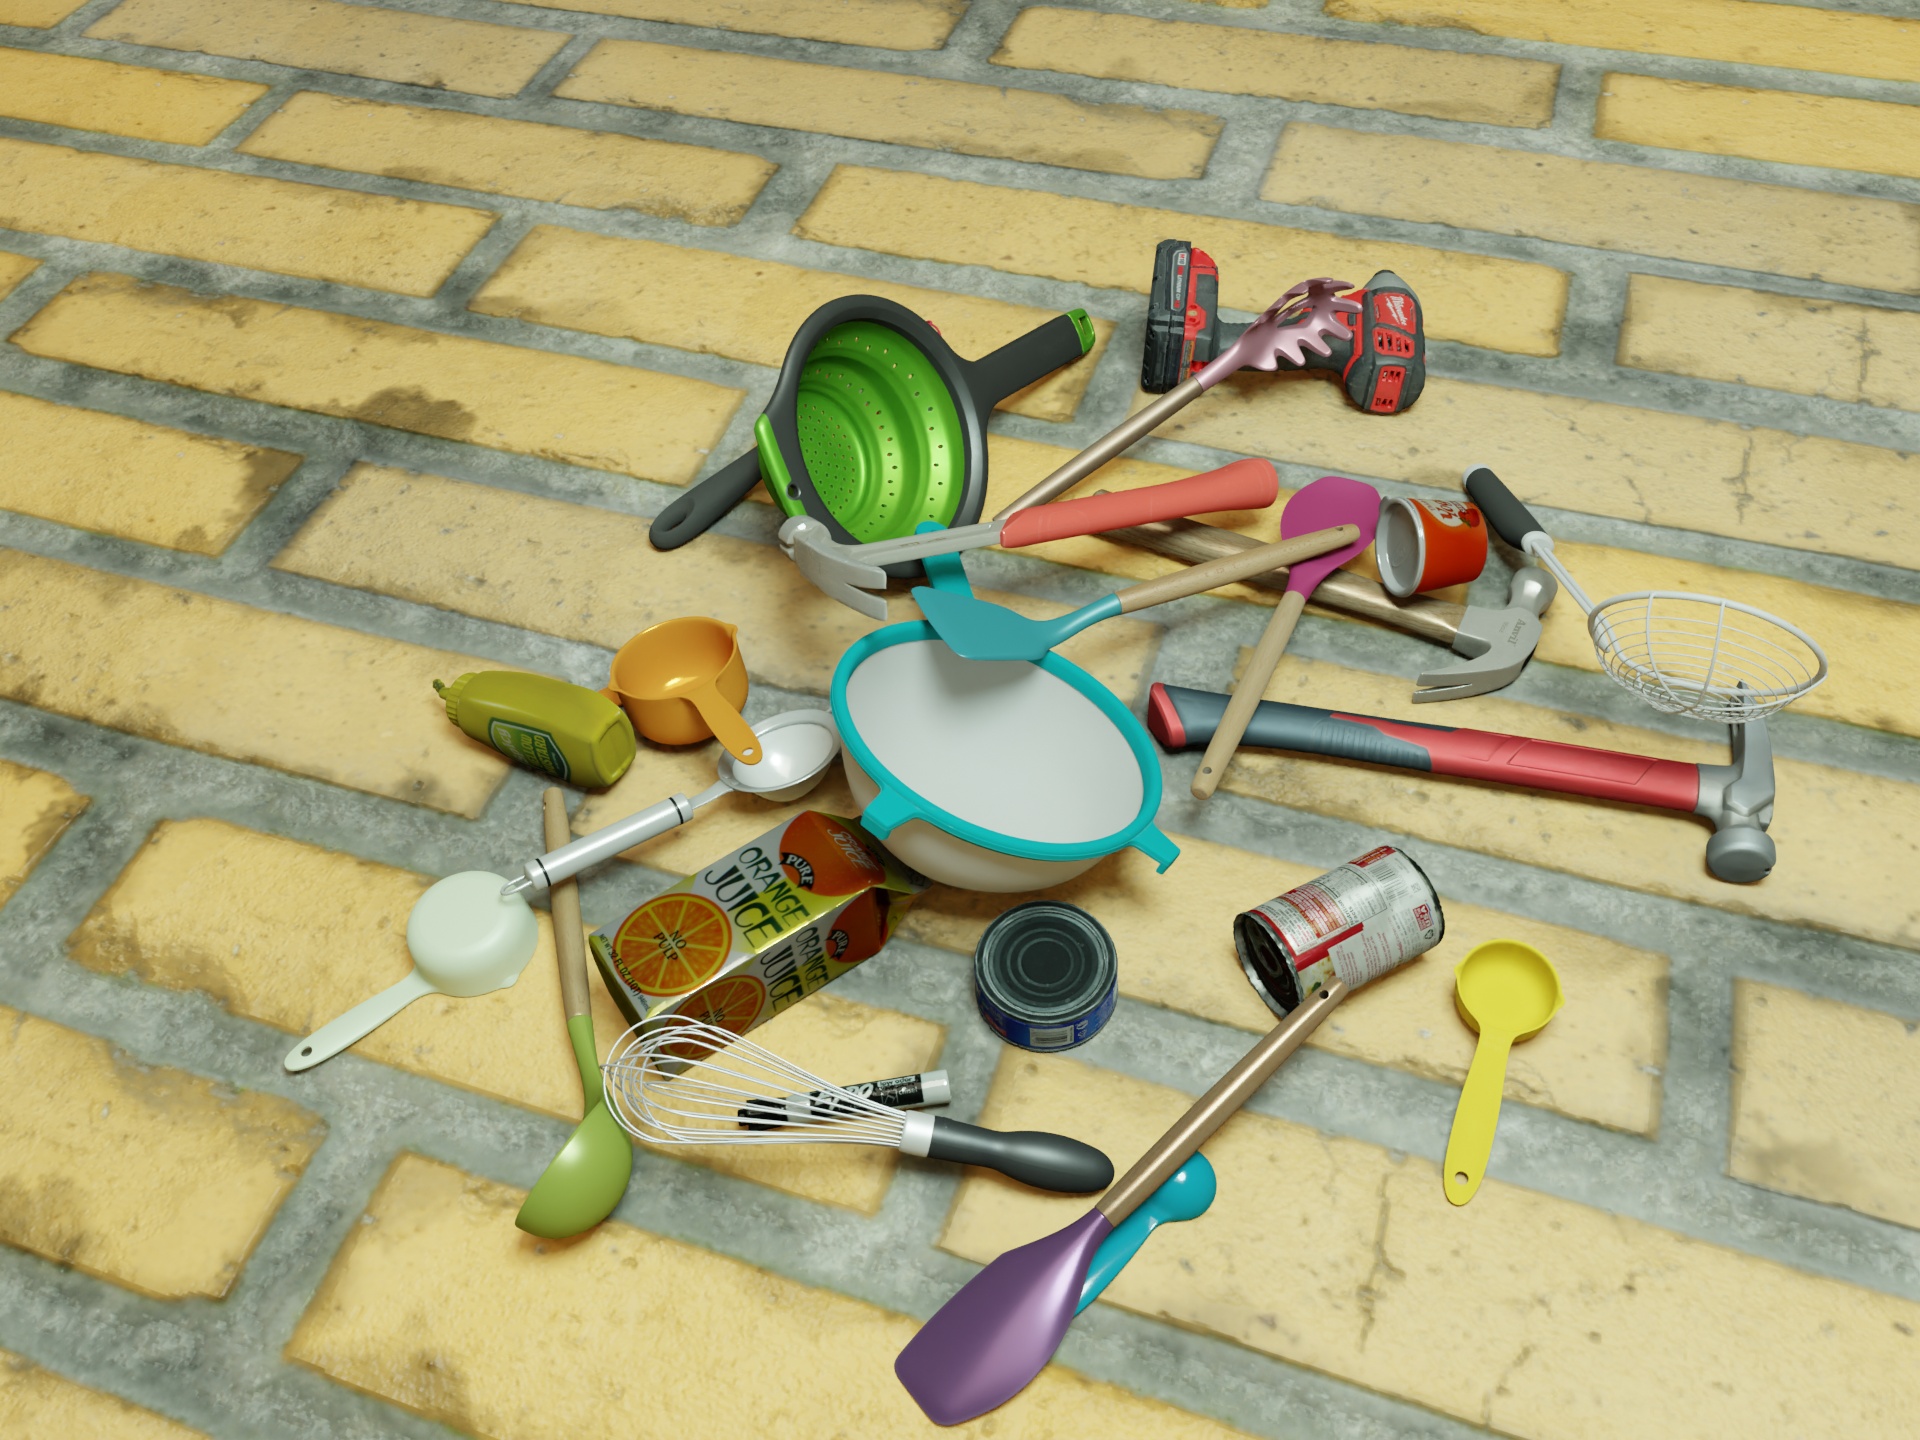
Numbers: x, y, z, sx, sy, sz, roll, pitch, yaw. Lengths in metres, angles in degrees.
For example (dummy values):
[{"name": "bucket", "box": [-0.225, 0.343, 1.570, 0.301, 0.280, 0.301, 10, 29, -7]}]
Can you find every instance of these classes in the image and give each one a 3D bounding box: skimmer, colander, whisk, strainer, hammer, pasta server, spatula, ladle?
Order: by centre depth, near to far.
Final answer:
[{"name": "spatula", "box": [0.096, 0.246, 0.841, 0.316, 0.018, 0.060, -41, 55, -14]}, {"name": "whisk", "box": [-0.055, 0.216, 0.859, 0.284, 0.070, 0.070, 12, 52, -1]}, {"name": "ladle", "box": [-0.240, 0.156, 0.942, 0.062, 0.078, 0.321, 10, 39, -29]}, {"name": "strainer", "box": [-0.171, 0.054, 1.011, 0.258, 0.050, 0.087, -25, 33, -23]}, {"name": "skimmer", "box": [0.415, -0.109, 1.024, 0.127, 0.090, 0.364, 27, 26, -20]}, {"name": "strainer", "box": [-0.002, -0.003, 1.026, 0.211, 0.095, 0.341, 9, 36, -20]}, {"name": "hammer", "box": [0.316, 0.008, 1.030, 0.386, 0.038, 0.143, 9, 51, 12]}, {"name": "spatula", "box": [0.127, -0.092, 1.048, 0.317, 0.044, 0.082, -18, 42, -16]}, {"name": "hammer", "box": [0.068, -0.131, 1.066, 0.359, 0.036, 0.149, -13, 25, -25]}, {"name": "hammer", "box": [0.241, -0.101, 1.127, 0.331, 0.031, 0.130, 21, 55, 20]}, {"name": "pasta server", "box": [0.159, -0.233, 1.189, 0.316, 0.060, 0.040, -35, 39, -1]}, {"name": "colander", "box": [-0.032, -0.236, 1.217, 0.094, 0.204, 0.397, -8, 22, 44]}, {"name": "whisk", "box": [-0.127, -0.226, 1.244, 0.296, 0.073, 0.073, -42, 59, -18]}]

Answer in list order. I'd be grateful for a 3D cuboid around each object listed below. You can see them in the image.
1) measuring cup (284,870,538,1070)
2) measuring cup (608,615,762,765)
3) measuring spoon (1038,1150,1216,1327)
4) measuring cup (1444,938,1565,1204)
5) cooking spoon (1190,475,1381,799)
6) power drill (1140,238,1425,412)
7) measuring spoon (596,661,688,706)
[{"name": "measuring cup", "box": [-0.336, 0.152, 0.961, 0.167, 0.038, 0.083, -35, 57, -24]}, {"name": "measuring cup", "box": [-0.166, -0.003, 1.049, 0.095, 0.052, 0.174, -28, 44, -17]}, {"name": "measuring spoon", "box": [0.087, 0.271, 0.842, 0.128, 0.021, 0.042, -38, 58, -25]}, {"name": "measuring cup", "box": [0.294, 0.198, 0.892, 0.062, 0.029, 0.157, 16, 66, 17]}, {"name": "cooking spoon", "box": [0.215, -0.064, 1.062, 0.069, 0.017, 0.319, 18, 52, 19]}, {"name": "power drill", "box": [0.261, -0.319, 1.277, 0.219, 0.078, 0.143, 7, 53, 6]}, {"name": "measuring spoon", "box": [-0.227, -0.029, 1.117, 0.117, 0.011, 0.021, -30, 55, -19]}]
